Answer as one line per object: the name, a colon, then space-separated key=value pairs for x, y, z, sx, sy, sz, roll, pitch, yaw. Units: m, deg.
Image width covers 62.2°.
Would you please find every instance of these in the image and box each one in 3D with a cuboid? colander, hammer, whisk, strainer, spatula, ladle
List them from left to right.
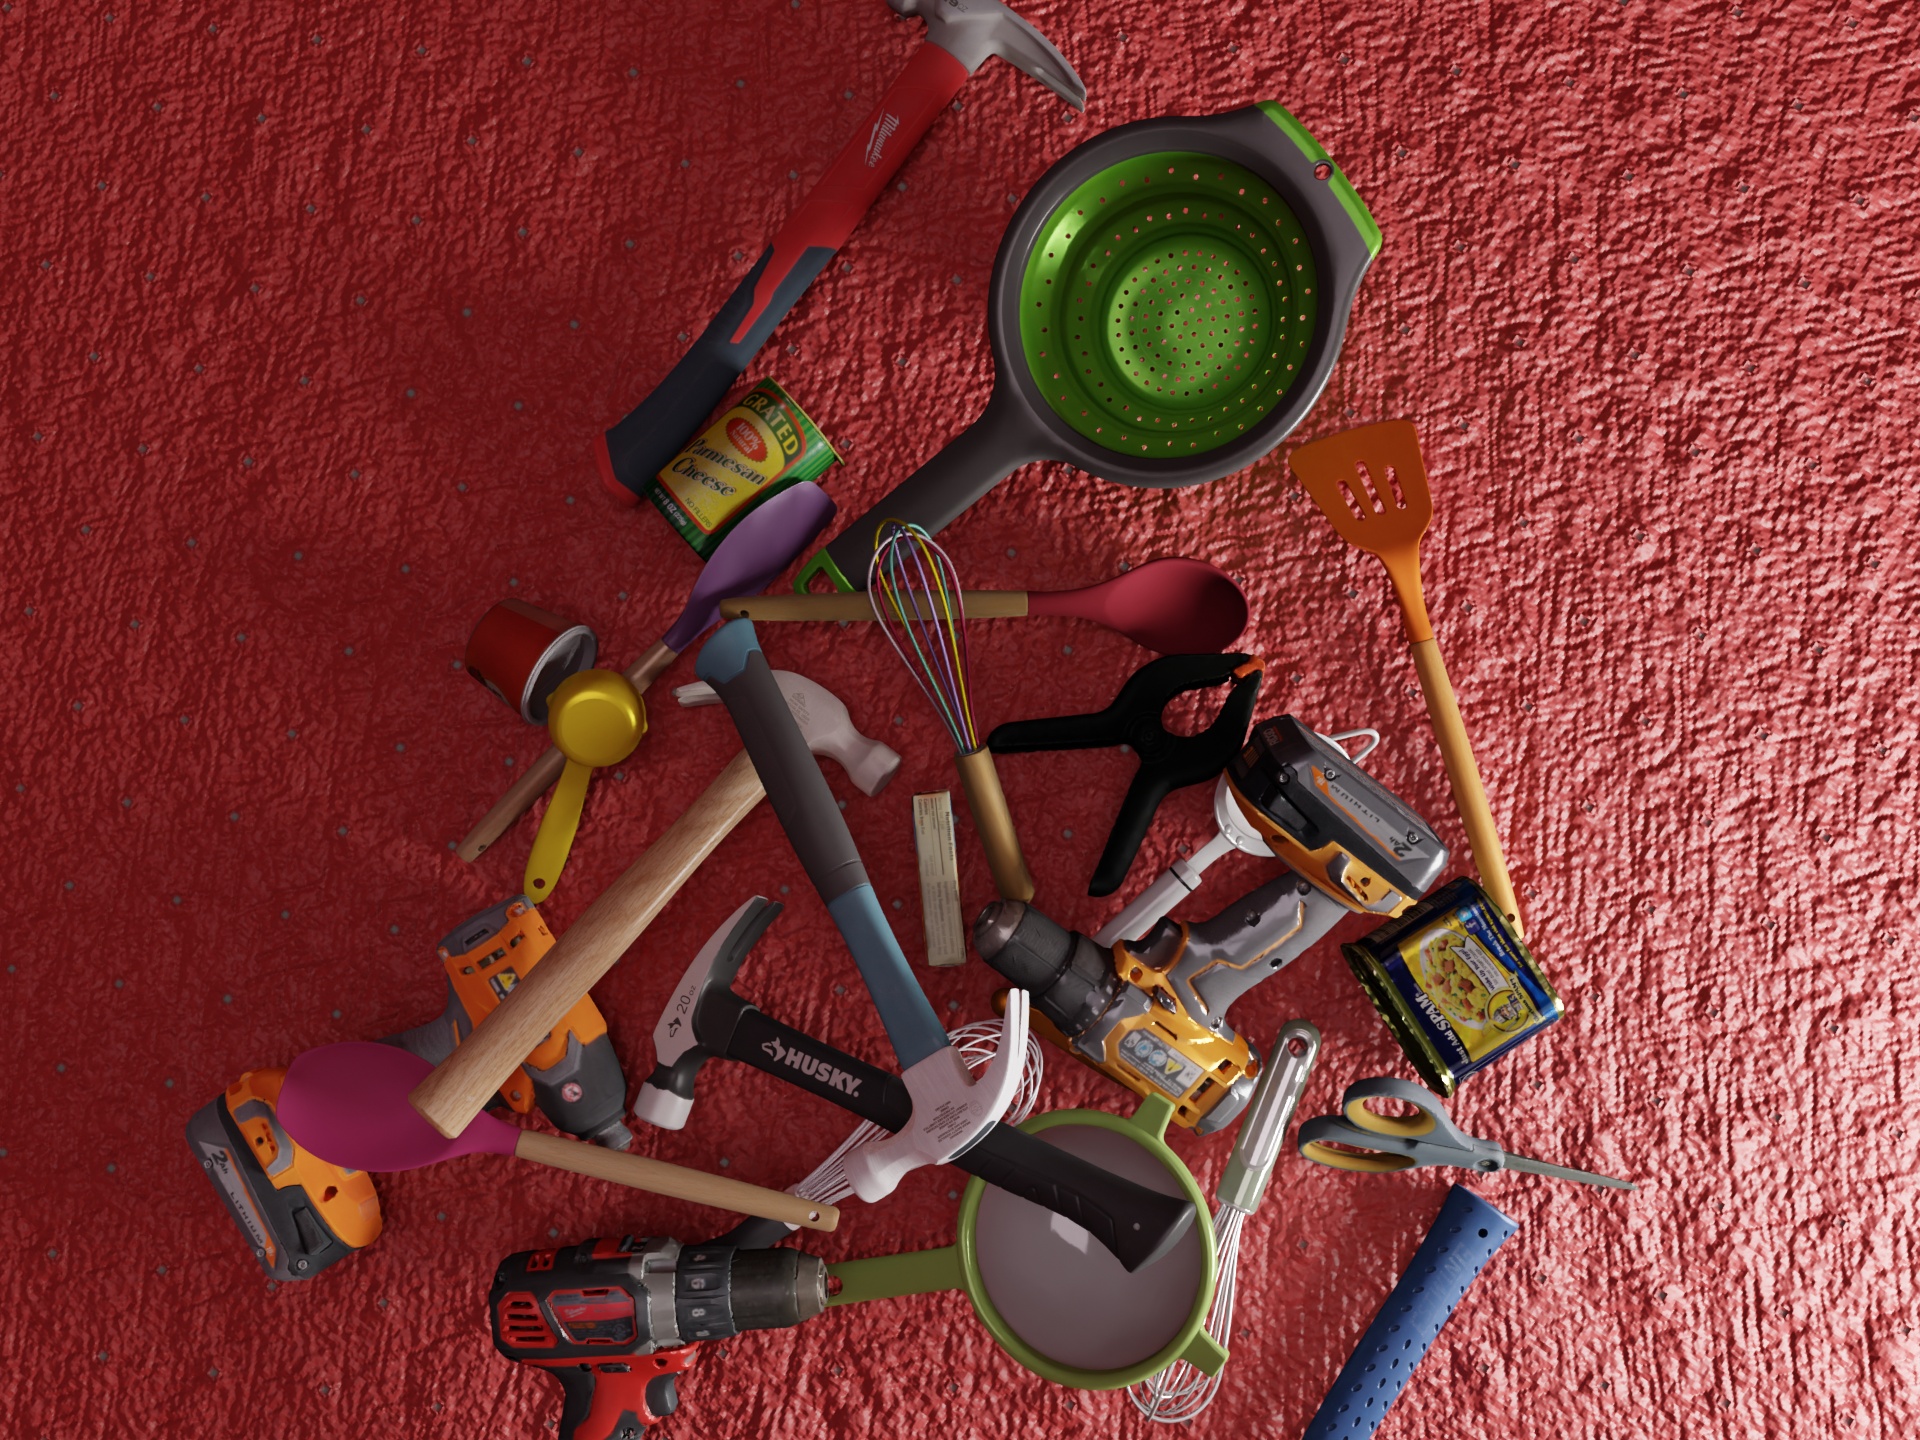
hammer: x=-0.188 y=0.100 z=0.920 sx=0.130 sy=0.031 sz=0.331 roll=39 pitch=71 yaw=10
spatula: x=-0.196 y=-0.028 z=0.965 sx=0.316 sy=0.059 sz=0.018 roll=-45 pitch=59 yaw=5
hammer: x=-0.086 y=-0.283 z=0.985 sx=0.143 sy=0.038 sz=0.386 roll=37 pitch=88 yaw=3
hammer: x=-0.069 y=0.087 z=0.888 sx=0.128 sy=0.033 sz=0.331 roll=-32 pitch=70 yaw=9
whisk: x=-0.072 y=0.267 z=0.937 sx=0.284 sy=0.070 sz=0.070 roll=-35 pitch=85 yaw=5
hammer: x=-0.027 y=0.212 z=0.885 sx=0.335 sy=0.035 sz=0.146 roll=18 pitch=83 yaw=27
whisk: x=-0.002 y=-0.003 z=0.933 sx=0.047 sy=0.051 sz=0.245 roll=-12 pitch=105 yaw=25
ladle: x=0.014 y=-0.068 z=0.952 sx=0.315 sy=0.031 sz=0.069 roll=-1 pitch=124 yaw=-1
strainer: x=0.031 y=0.309 z=0.925 sx=0.256 sy=0.069 sz=0.151 roll=-16 pitch=79 yaw=21
colander: x=0.063 y=-0.191 z=0.955 sx=0.397 sy=0.094 sz=0.204 roll=-37 pitch=85 yaw=17
strainer: x=0.138 y=0.084 z=0.945 sx=0.258 sy=0.050 sz=0.086 roll=-42 pitch=117 yaw=4
whisk: x=0.156 y=0.289 z=0.926 sx=0.058 sy=0.059 sz=0.246 roll=22 pitch=82 yaw=12
hammer: x=0.190 y=0.446 z=0.917 sx=0.144 sy=0.035 sz=0.405 roll=33 pitch=88 yaw=4
spatula: x=0.283 y=-0.024 z=0.957 sx=0.081 sy=0.041 sz=0.322 roll=-17 pitch=89 yaw=1

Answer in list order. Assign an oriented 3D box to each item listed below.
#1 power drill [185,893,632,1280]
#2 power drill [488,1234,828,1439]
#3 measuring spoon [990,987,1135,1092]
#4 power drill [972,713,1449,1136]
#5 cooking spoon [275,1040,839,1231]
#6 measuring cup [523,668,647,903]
power drill: x=-0.312 y=0.229 z=0.936 sx=0.226 sy=0.084 sz=0.164 roll=-33 pitch=86 yaw=-4
power drill: x=-0.162 y=0.403 z=0.901 sx=0.188 sy=0.080 sz=0.226 roll=-4 pitch=93 yaw=2
measuring spoon: x=0.069 y=0.194 z=0.948 sx=0.117 sy=0.011 sz=0.021 roll=30 pitch=112 yaw=0
power drill: x=0.134 y=0.104 z=0.893 sx=0.185 sy=0.084 sz=0.226 roll=36 pitch=104 yaw=-10
cooking spoon: x=-0.224 y=0.244 z=0.895 sx=0.319 sy=0.017 sz=0.069 roll=15 pitch=73 yaw=-3
measuring cup: x=-0.233 y=0.045 z=0.952 sx=0.062 sy=0.029 sz=0.156 roll=18 pitch=103 yaw=-16
